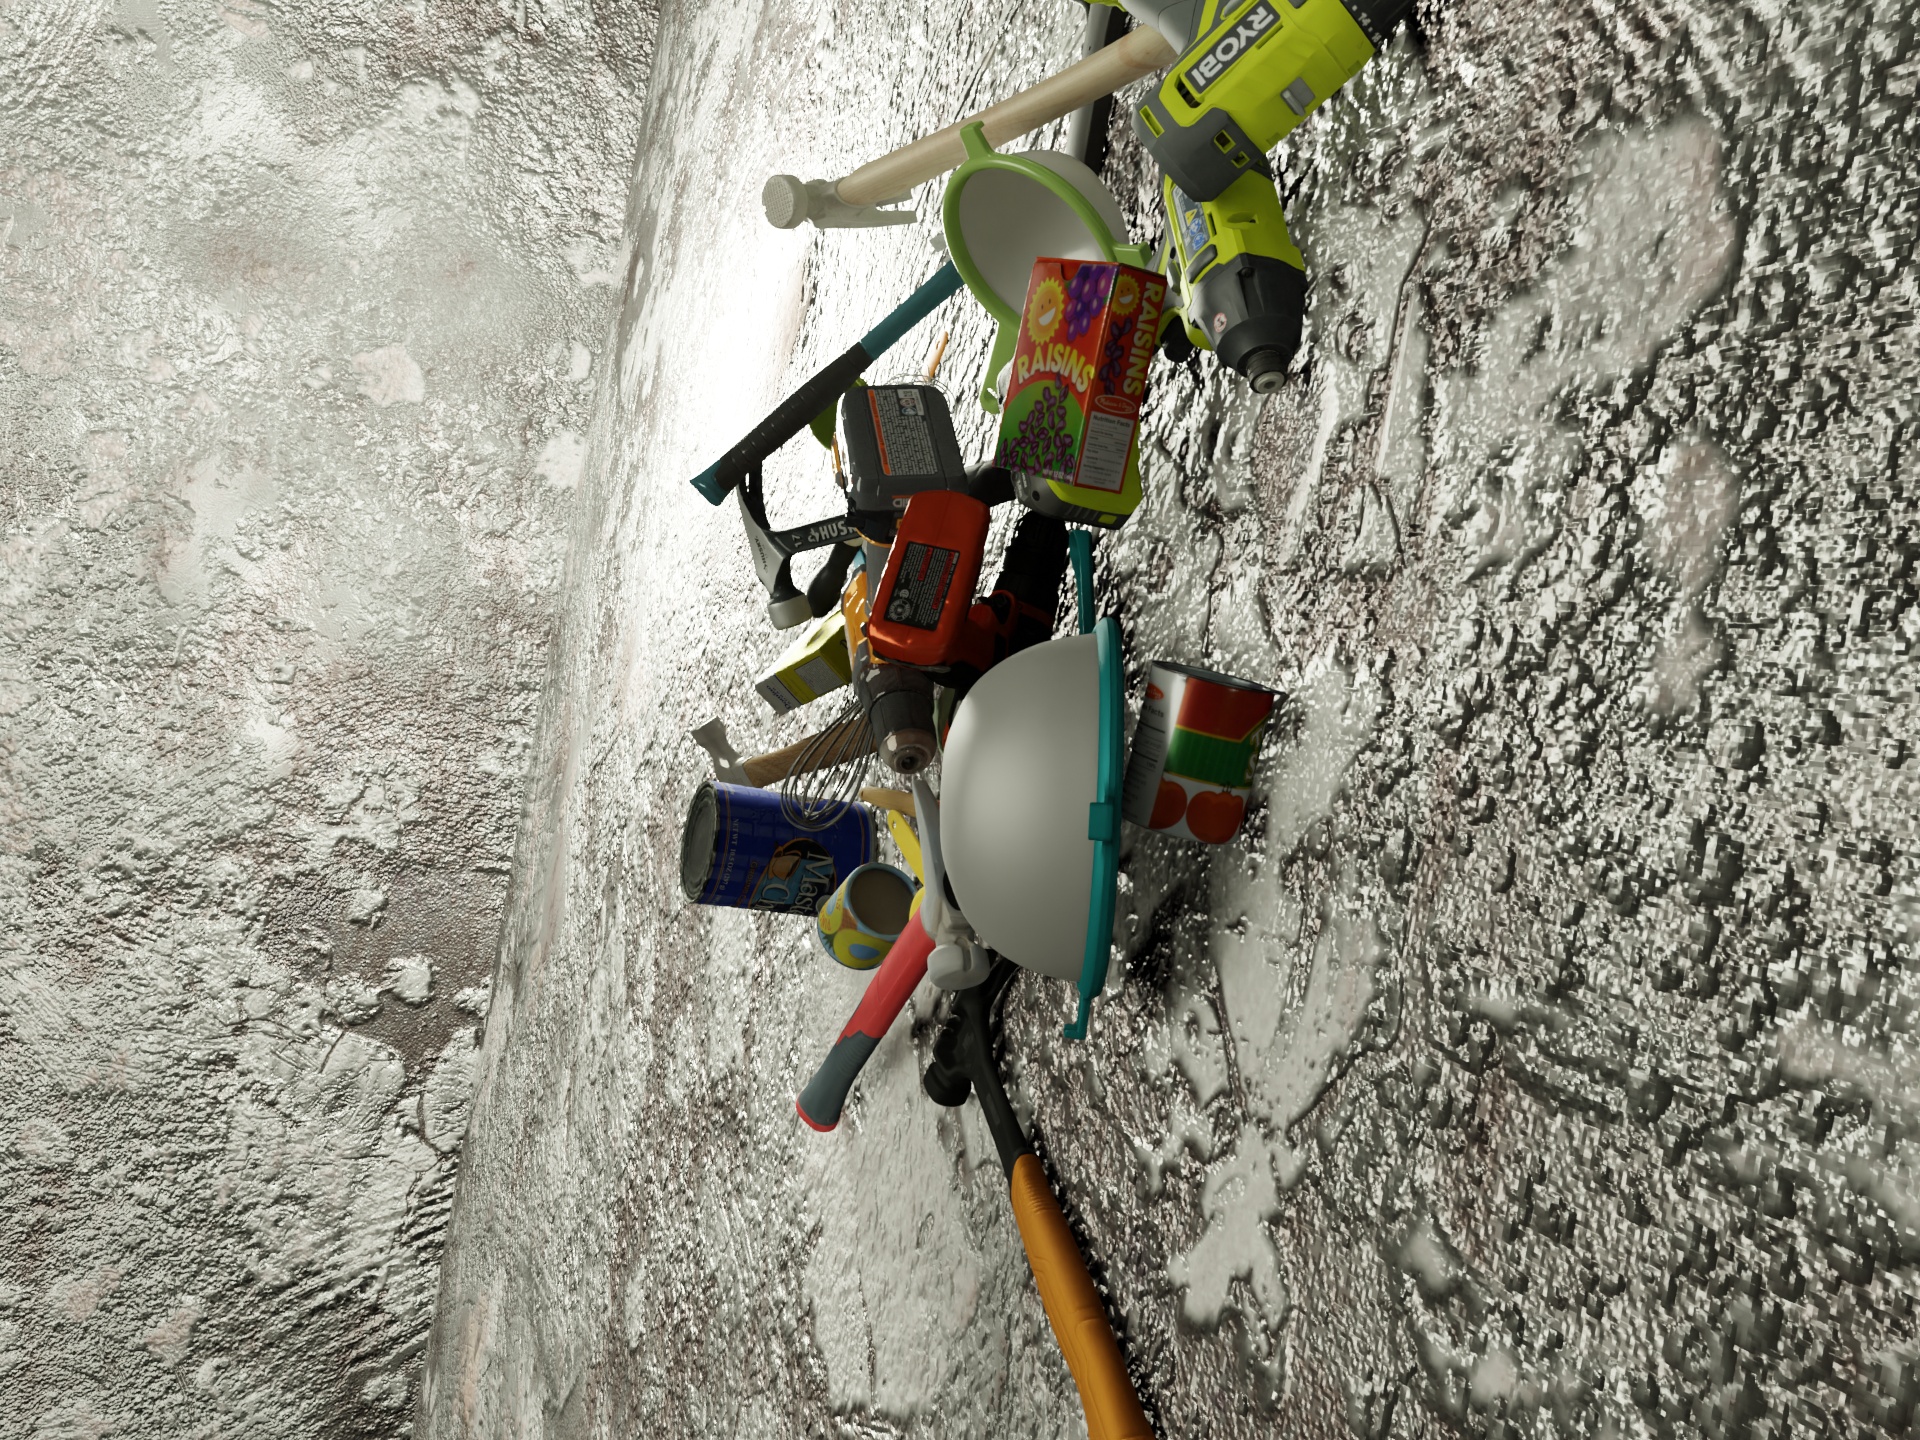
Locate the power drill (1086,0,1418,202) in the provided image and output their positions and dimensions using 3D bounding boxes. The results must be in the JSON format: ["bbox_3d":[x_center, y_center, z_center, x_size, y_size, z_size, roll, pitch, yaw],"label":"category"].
[{"bbox_3d":[0.149,-0.412,0.851,0.190,0.080,0.229,-39,55,22],"label":"power drill"}]

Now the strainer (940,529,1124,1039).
[{"bbox_3d":[0.038,0.000,0.930,0.210,0.095,0.341,91,-179,-46],"label":"strainer"}]

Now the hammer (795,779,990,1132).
[{"bbox_3d":[-0.062,0.196,1.155,0.386,0.038,0.143,119,148,-52],"label":"hammer"}]

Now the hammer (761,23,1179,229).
[{"bbox_3d":[0.046,-0.408,1.069,0.411,0.146,0.038,-7,98,45],"label":"hammer"}]

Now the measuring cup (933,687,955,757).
[{"bbox_3d":[-0.002,-0.004,1.164,0.167,0.038,0.083,179,100,-68],"label":"measuring cup"}]

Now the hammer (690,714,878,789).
[{"bbox_3d":[-0.126,0.031,1.379,0.331,0.031,0.130,-18,106,54],"label":"hammer"}]

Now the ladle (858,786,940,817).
[{"bbox_3d":[-0.023,0.065,1.198,0.315,0.031,0.069,-176,93,-68],"label":"ladle"}]

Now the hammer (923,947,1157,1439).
[{"bbox_3d":[0.049,0.285,0.937,0.337,0.034,0.127,-115,41,-53],"label":"hammer"}]

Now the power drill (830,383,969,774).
[{"bbox_3d":[-0.043,-0.091,1.094,0.226,0.084,0.186,97,166,-46],"label":"power drill"}]

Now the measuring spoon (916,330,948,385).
[{"bbox_3d":[-0.037,-0.294,1.389,0.116,0.011,0.021,123,148,-42],"label":"measuring spoon"}]

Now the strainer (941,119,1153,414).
[{"bbox_3d":[0.057,-0.305,1.113,0.069,0.151,0.256,-48,-8,-23],"label":"strainer"}]

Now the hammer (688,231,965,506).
[{"bbox_3d":[-0.085,-0.284,1.261,0.331,0.033,0.128,-39,29,8],"label":"hammer"}]

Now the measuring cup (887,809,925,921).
[{"bbox_3d":[-0.035,0.116,1.174,0.157,0.029,0.062,56,134,47],"label":"measuring cup"}]

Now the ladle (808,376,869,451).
[{"bbox_3d":[-0.074,-0.210,1.387,0.078,0.062,0.321,-66,30,31],"label":"ladle"}]

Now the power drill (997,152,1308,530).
[{"bbox_3d":[0.113,-0.216,0.939,0.223,0.080,0.171,-43,47,50],"label":"power drill"}]

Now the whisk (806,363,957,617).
[{"bbox_3d":[-0.077,-0.178,1.311,0.284,0.070,0.070,122,148,-45],"label":"whisk"}]

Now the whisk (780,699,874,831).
[{"bbox_3d":[-0.068,-0.022,1.231,0.239,0.055,0.055,-61,20,-13],"label":"whisk"}]

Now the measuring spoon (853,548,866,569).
[{"bbox_3d":[-0.102,-0.149,1.463,0.129,0.021,0.042,-108,36,-49],"label":"measuring spoon"}]

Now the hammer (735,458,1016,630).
[{"bbox_3d":[-0.052,-0.164,1.218,0.409,0.036,0.149,-6,106,52],"label":"hammer"}]

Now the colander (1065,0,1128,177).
[{"bbox_3d":[0.078,-0.542,1.122,0.204,0.094,0.397,-172,92,-67],"label":"colander"}]
